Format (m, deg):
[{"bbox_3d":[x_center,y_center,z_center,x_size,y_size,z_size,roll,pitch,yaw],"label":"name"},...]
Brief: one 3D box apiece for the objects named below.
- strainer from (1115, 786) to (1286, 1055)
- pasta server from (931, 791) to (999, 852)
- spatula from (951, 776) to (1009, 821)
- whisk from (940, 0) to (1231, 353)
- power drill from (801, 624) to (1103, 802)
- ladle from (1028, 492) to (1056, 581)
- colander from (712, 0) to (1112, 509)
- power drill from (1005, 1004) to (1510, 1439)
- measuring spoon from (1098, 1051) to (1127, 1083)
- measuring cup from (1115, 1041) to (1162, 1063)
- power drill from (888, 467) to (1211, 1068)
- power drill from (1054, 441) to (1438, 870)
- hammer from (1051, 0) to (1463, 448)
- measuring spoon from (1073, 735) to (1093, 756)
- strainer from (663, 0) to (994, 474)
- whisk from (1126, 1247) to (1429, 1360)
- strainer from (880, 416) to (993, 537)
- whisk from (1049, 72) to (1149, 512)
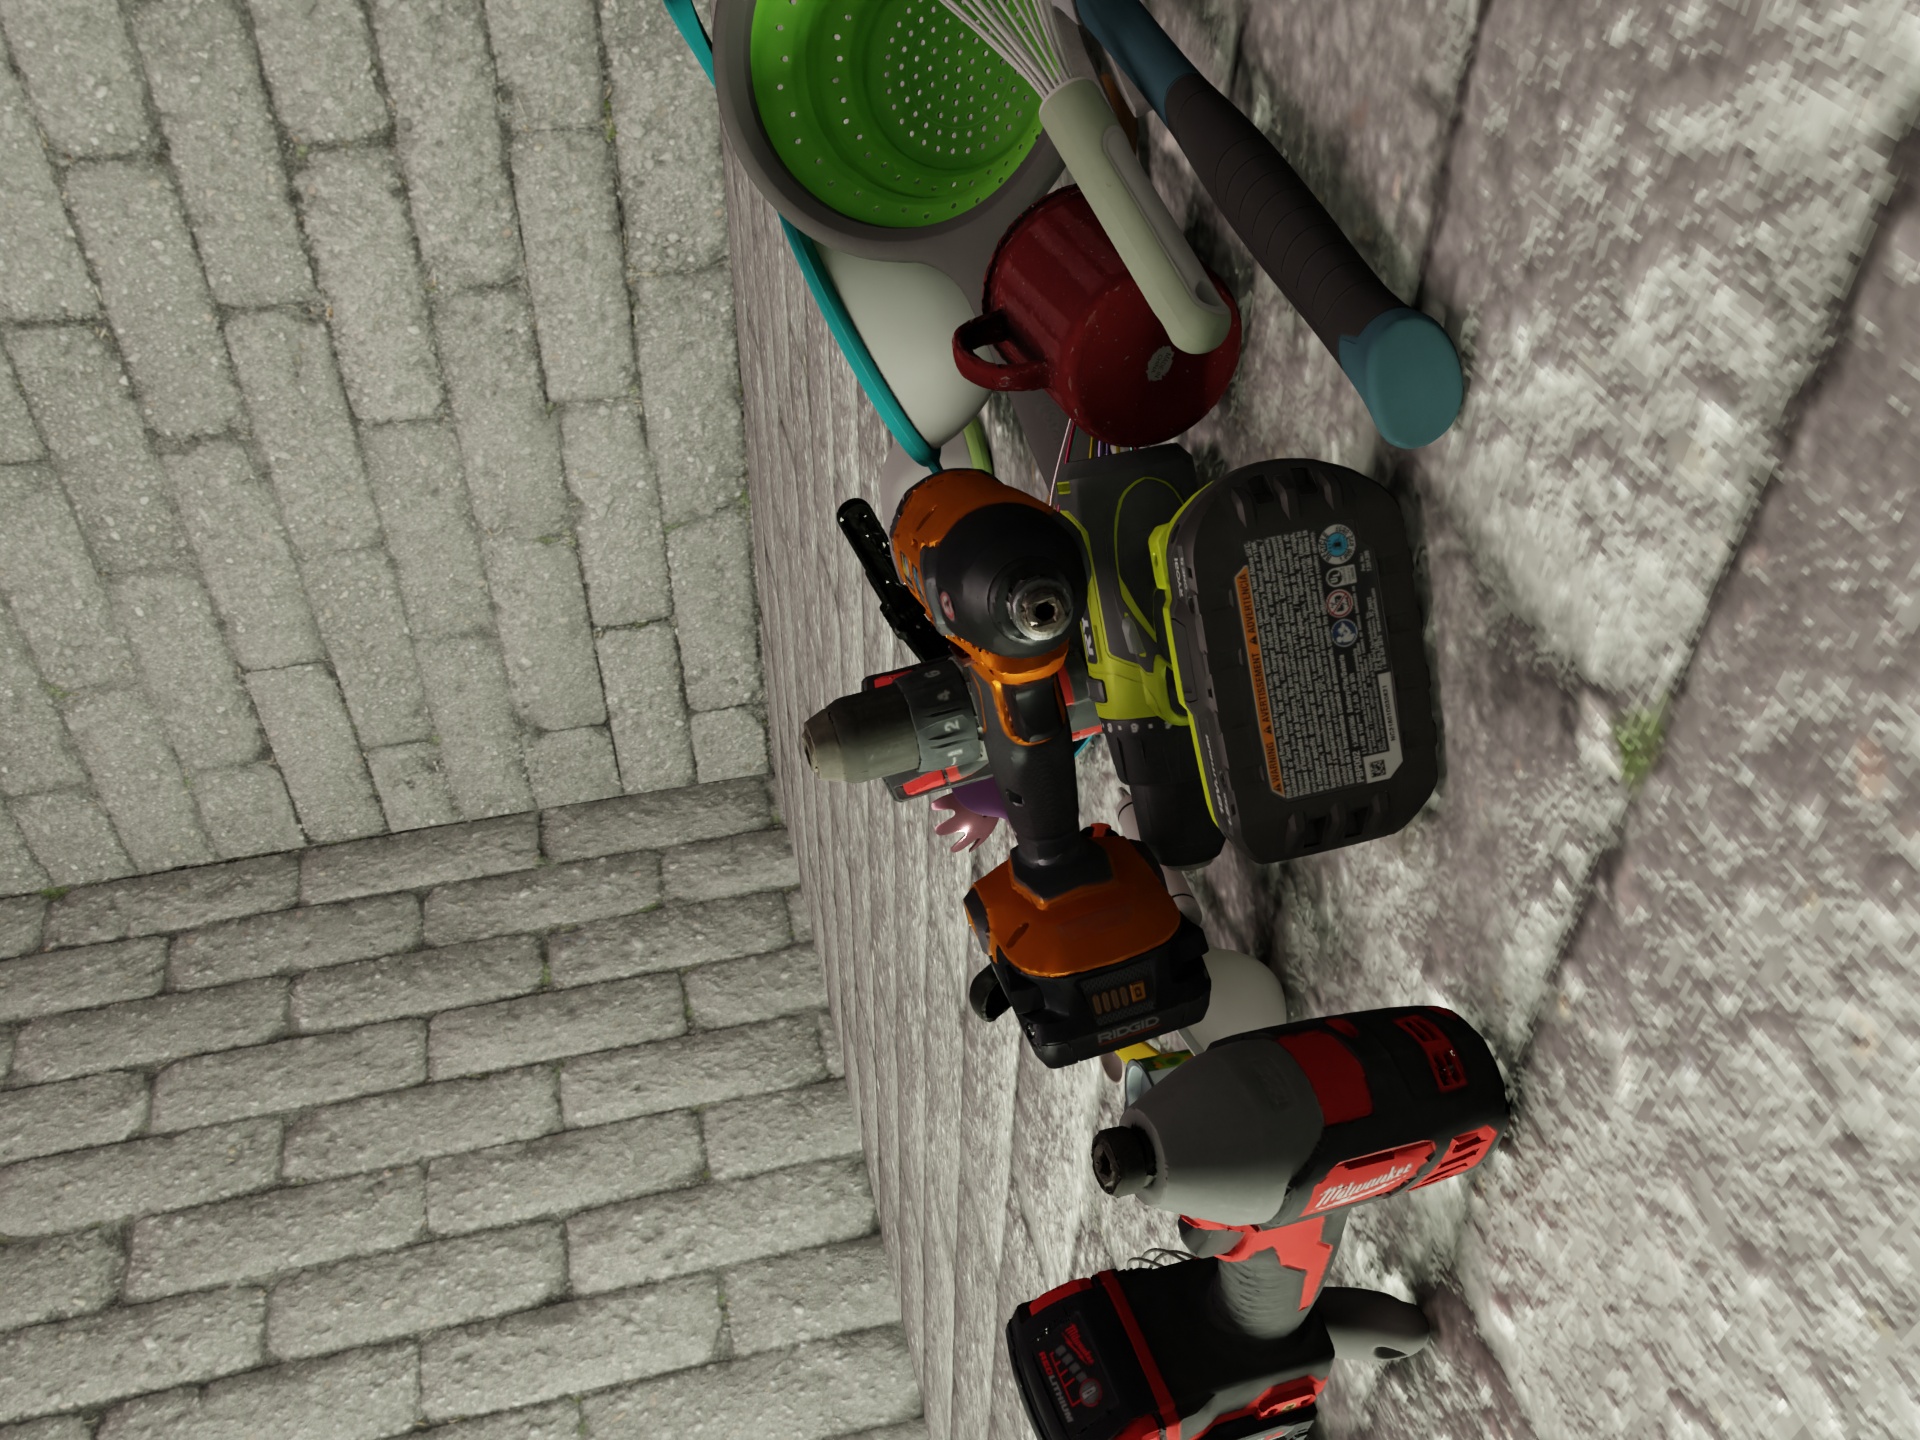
[{"bbox_3d":[0.110,0.097,0.774,0.086,0.050,0.259,38,-164,-25],"label":"strainer"},{"bbox_3d":[-0.008,-0.054,1.265,0.040,0.060,0.316,-18,75,37],"label":"pasta server"},{"bbox_3d":[0.049,0.083,1.092,0.018,0.060,0.316,39,-171,-31],"label":"spatula"},{"bbox_3d":[0.038,-0.245,0.611,0.059,0.058,0.246,-38,75,43],"label":"whisk"},{"bbox_3d":[-0.001,-0.003,0.866,0.226,0.188,0.080,159,95,-78],"label":"power drill"},{"bbox_3d":[0.040,-0.068,1.038,0.315,0.031,0.069,106,162,-61],"label":"ladle"},{"bbox_3d":[0.016,-0.266,0.825,0.397,0.204,0.094,67,-155,-5],"label":"colander"},{"bbox_3d":[0.093,0.192,0.574,0.079,0.143,0.219,-118,32,-42],"label":"power drill"},{"bbox_3d":[0.102,0.165,0.951,0.034,0.018,0.124,-129,37,-51],"label":"measuring spoon"},{"bbox_3d":[0.104,0.200,0.879,0.156,0.029,0.062,-164,66,-71],"label":"measuring cup"},{"bbox_3d":[0.033,0.017,0.634,0.164,0.084,0.226,-126,20,-72],"label":"power drill"},{"bbox_3d":[0.102,-0.017,0.639,0.228,0.080,0.190,-146,45,-78],"label":"power drill"},{"bbox_3d":[0.089,-0.218,0.582,0.128,0.033,0.331,62,-176,-53],"label":"hammer"},{"bbox_3d":[0.072,0.021,0.990,0.128,0.021,0.042,123,144,-61],"label":"measuring spoon"},{"bbox_3d":[-0.053,-0.304,0.941,0.340,0.095,0.211,54,-165,-51],"label":"strainer"},{"bbox_3d":[0.130,0.264,0.712,0.239,0.055,0.055,143,118,-62],"label":"whisk"},{"bbox_3d":[-0.028,-0.210,1.159,0.151,0.069,0.256,-139,40,-74],"label":"strainer"},{"bbox_3d":[0.070,-0.174,0.752,0.051,0.047,0.245,19,113,52],"label":"whisk"}]
